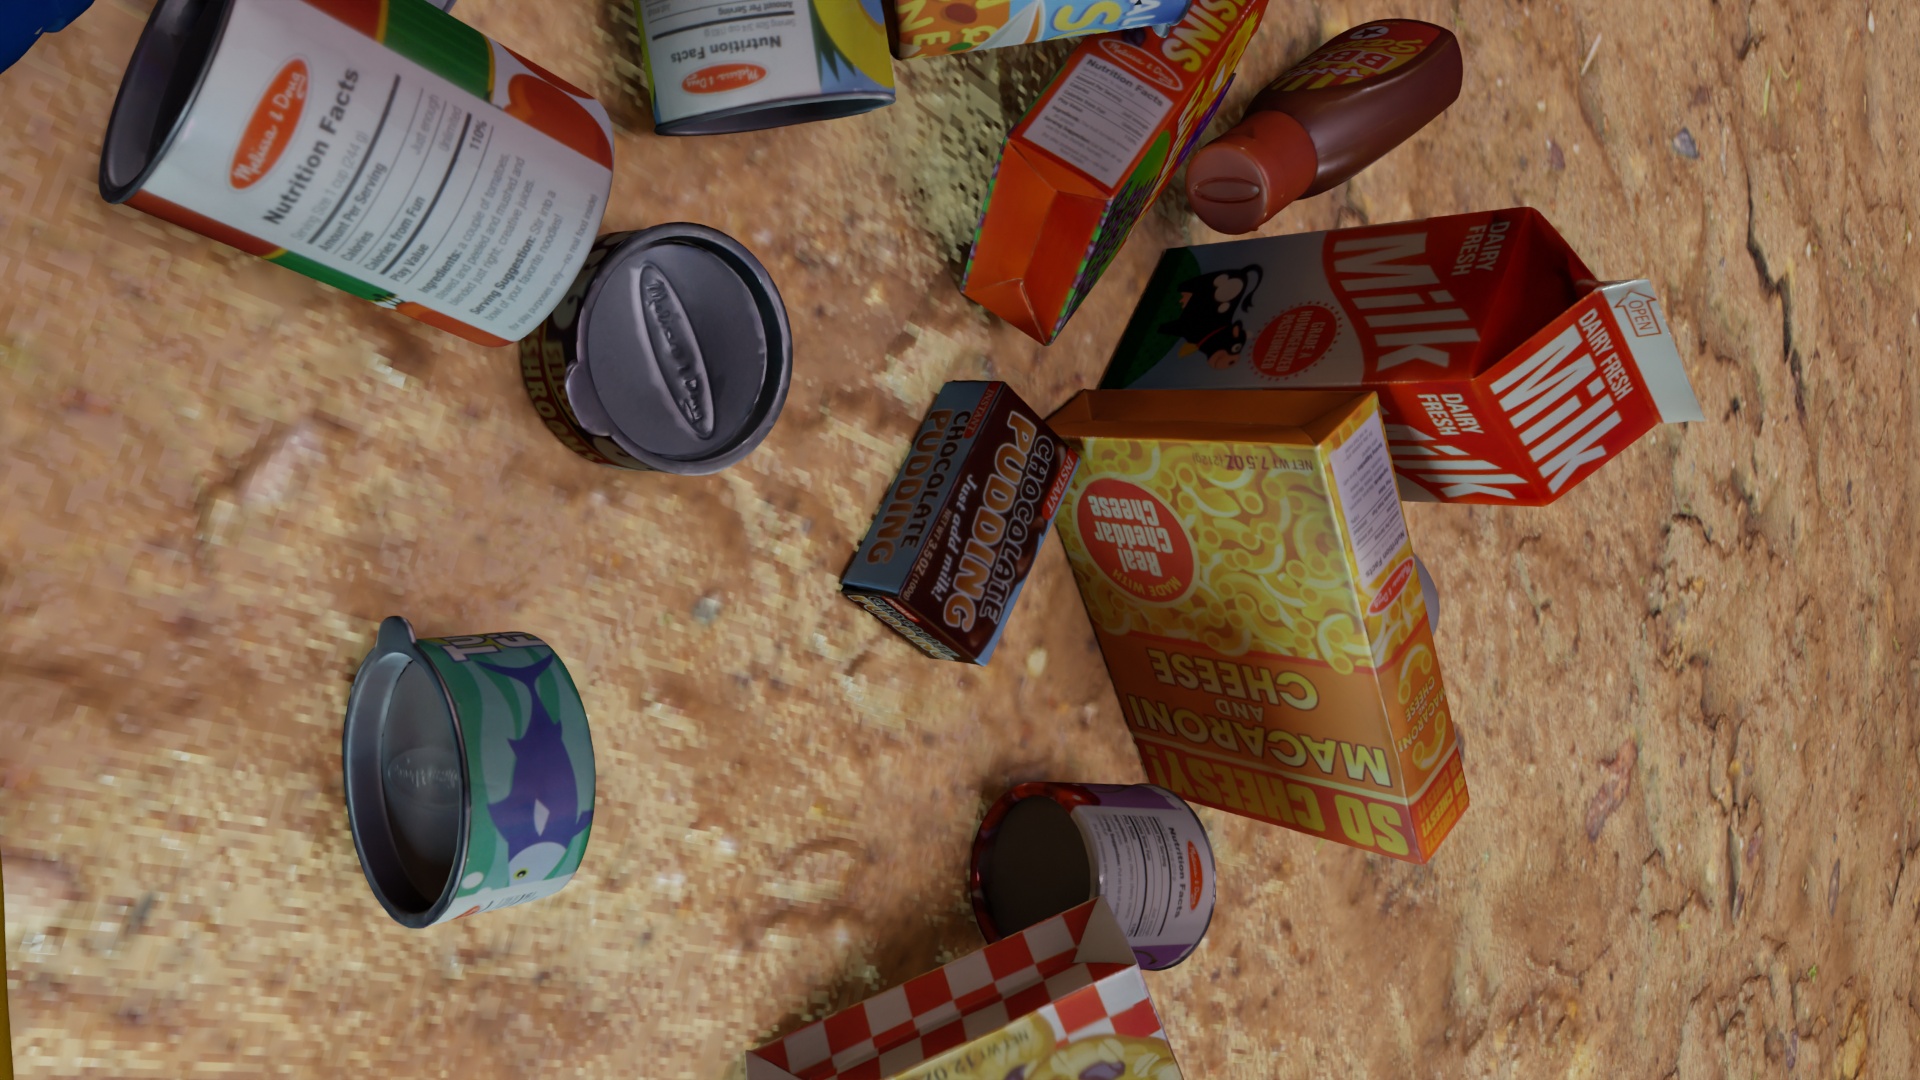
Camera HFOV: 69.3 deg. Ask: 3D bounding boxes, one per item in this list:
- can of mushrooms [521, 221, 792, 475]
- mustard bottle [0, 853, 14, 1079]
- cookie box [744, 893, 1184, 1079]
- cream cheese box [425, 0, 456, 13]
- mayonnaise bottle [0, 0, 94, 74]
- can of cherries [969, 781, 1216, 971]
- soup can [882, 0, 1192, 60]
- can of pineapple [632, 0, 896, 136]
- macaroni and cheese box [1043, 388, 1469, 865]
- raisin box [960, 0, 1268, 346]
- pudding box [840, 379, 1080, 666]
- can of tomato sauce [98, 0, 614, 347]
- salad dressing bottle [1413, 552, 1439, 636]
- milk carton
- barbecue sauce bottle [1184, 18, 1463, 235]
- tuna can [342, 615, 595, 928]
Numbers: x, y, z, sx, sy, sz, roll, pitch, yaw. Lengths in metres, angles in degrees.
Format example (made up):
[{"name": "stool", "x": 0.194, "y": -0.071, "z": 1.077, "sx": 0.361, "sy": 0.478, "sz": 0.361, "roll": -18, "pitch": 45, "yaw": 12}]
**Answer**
[{"name": "can of mushrooms", "x": -0.083, "y": -0.050, "z": 0.373, "sx": 0.071, "sy": 0.033, "sz": 0.071, "roll": -6, "pitch": 99, "yaw": -44}, {"name": "mustard bottle", "x": -0.204, "y": 0.054, "z": 0.248, "sx": 0.049, "sy": 0.065, "sz": 0.160, "roll": -3, "pitch": 90, "yaw": -49}, {"name": "cookie box", "x": 0.020, "y": 0.210, "z": 0.451, "sx": 0.123, "sy": 0.040, "sz": 0.166, "roll": -23, "pitch": 114, "yaw": -3}, {"name": "cream cheese box", "x": -0.149, "y": -0.166, "z": 0.304, "sx": 0.103, "sy": 0.024, "sz": 0.053, "roll": 39, "pitch": 68, "yaw": -39}, {"name": "mayonnaise bottle", "x": -0.213, "y": -0.062, "z": 0.228, "sx": 0.041, "sy": 0.065, "sz": 0.149, "roll": 55, "pitch": 54, "yaw": -36}, {"name": "can of cherries", "x": 0.044, "y": 0.119, "z": 0.488, "sx": 0.058, "sy": 0.071, "sz": 0.071, "roll": 9, "pitch": 87, "yaw": -39}, {"name": "soup can", "x": 0.018, "y": -0.171, "z": 0.389, "sx": 0.084, "sy": 0.071, "sz": 0.071, "roll": -10, "pitch": 104, "yaw": -5}, {"name": "can of pineapple", "x": -0.053, "y": -0.142, "z": 0.372, "sx": 0.071, "sy": 0.071, "sz": 0.057, "roll": -20, "pitch": 107, "yaw": -41}, {"name": "macaroni and cheese box", "x": 0.104, "y": 0.027, "z": 0.498, "sx": 0.040, "sy": 0.123, "sz": 0.165, "roll": -39, "pitch": 119, "yaw": -33}, {"name": "raisin box", "x": 0.053, "y": -0.136, "z": 0.460, "sx": 0.040, "sy": 0.085, "sz": 0.124, "roll": 32, "pitch": 65, "yaw": 5}, {"name": "pudding box", "x": 0.002, "y": -0.006, "z": 0.461, "sx": 0.049, "sy": 0.030, "sz": 0.084, "roll": 43, "pitch": 65, "yaw": -39}, {"name": "can of tomato sauce", "x": -0.129, "y": -0.088, "z": 0.304, "sx": 0.083, "sy": 0.071, "sz": 0.071, "roll": 22, "pitch": 79, "yaw": -44}, {"name": "salad dressing bottle", "x": 0.154, "y": 0.015, "z": 0.602, "sx": 0.147, "sy": 0.044, "sz": 0.064, "roll": 23, "pitch": 80, "yaw": -42}, {"name": "milk carton", "x": 0.151, "y": -0.062, "z": 0.489, "sx": 0.072, "sy": 0.190, "sz": 0.074, "roll": 43, "pitch": 65, "yaw": -38}, {"name": "barbecue sauce bottle", "x": 0.143, "y": -0.167, "z": 0.556, "sx": 0.149, "sy": 0.065, "sz": 0.043, "roll": -40, "pitch": 128, "yaw": -37}, {"name": "tuna can", "x": -0.117, "y": 0.052, "z": 0.327, "sx": 0.033, "sy": 0.071, "sz": 0.071, "roll": -2, "pitch": 95, "yaw": -45}]
